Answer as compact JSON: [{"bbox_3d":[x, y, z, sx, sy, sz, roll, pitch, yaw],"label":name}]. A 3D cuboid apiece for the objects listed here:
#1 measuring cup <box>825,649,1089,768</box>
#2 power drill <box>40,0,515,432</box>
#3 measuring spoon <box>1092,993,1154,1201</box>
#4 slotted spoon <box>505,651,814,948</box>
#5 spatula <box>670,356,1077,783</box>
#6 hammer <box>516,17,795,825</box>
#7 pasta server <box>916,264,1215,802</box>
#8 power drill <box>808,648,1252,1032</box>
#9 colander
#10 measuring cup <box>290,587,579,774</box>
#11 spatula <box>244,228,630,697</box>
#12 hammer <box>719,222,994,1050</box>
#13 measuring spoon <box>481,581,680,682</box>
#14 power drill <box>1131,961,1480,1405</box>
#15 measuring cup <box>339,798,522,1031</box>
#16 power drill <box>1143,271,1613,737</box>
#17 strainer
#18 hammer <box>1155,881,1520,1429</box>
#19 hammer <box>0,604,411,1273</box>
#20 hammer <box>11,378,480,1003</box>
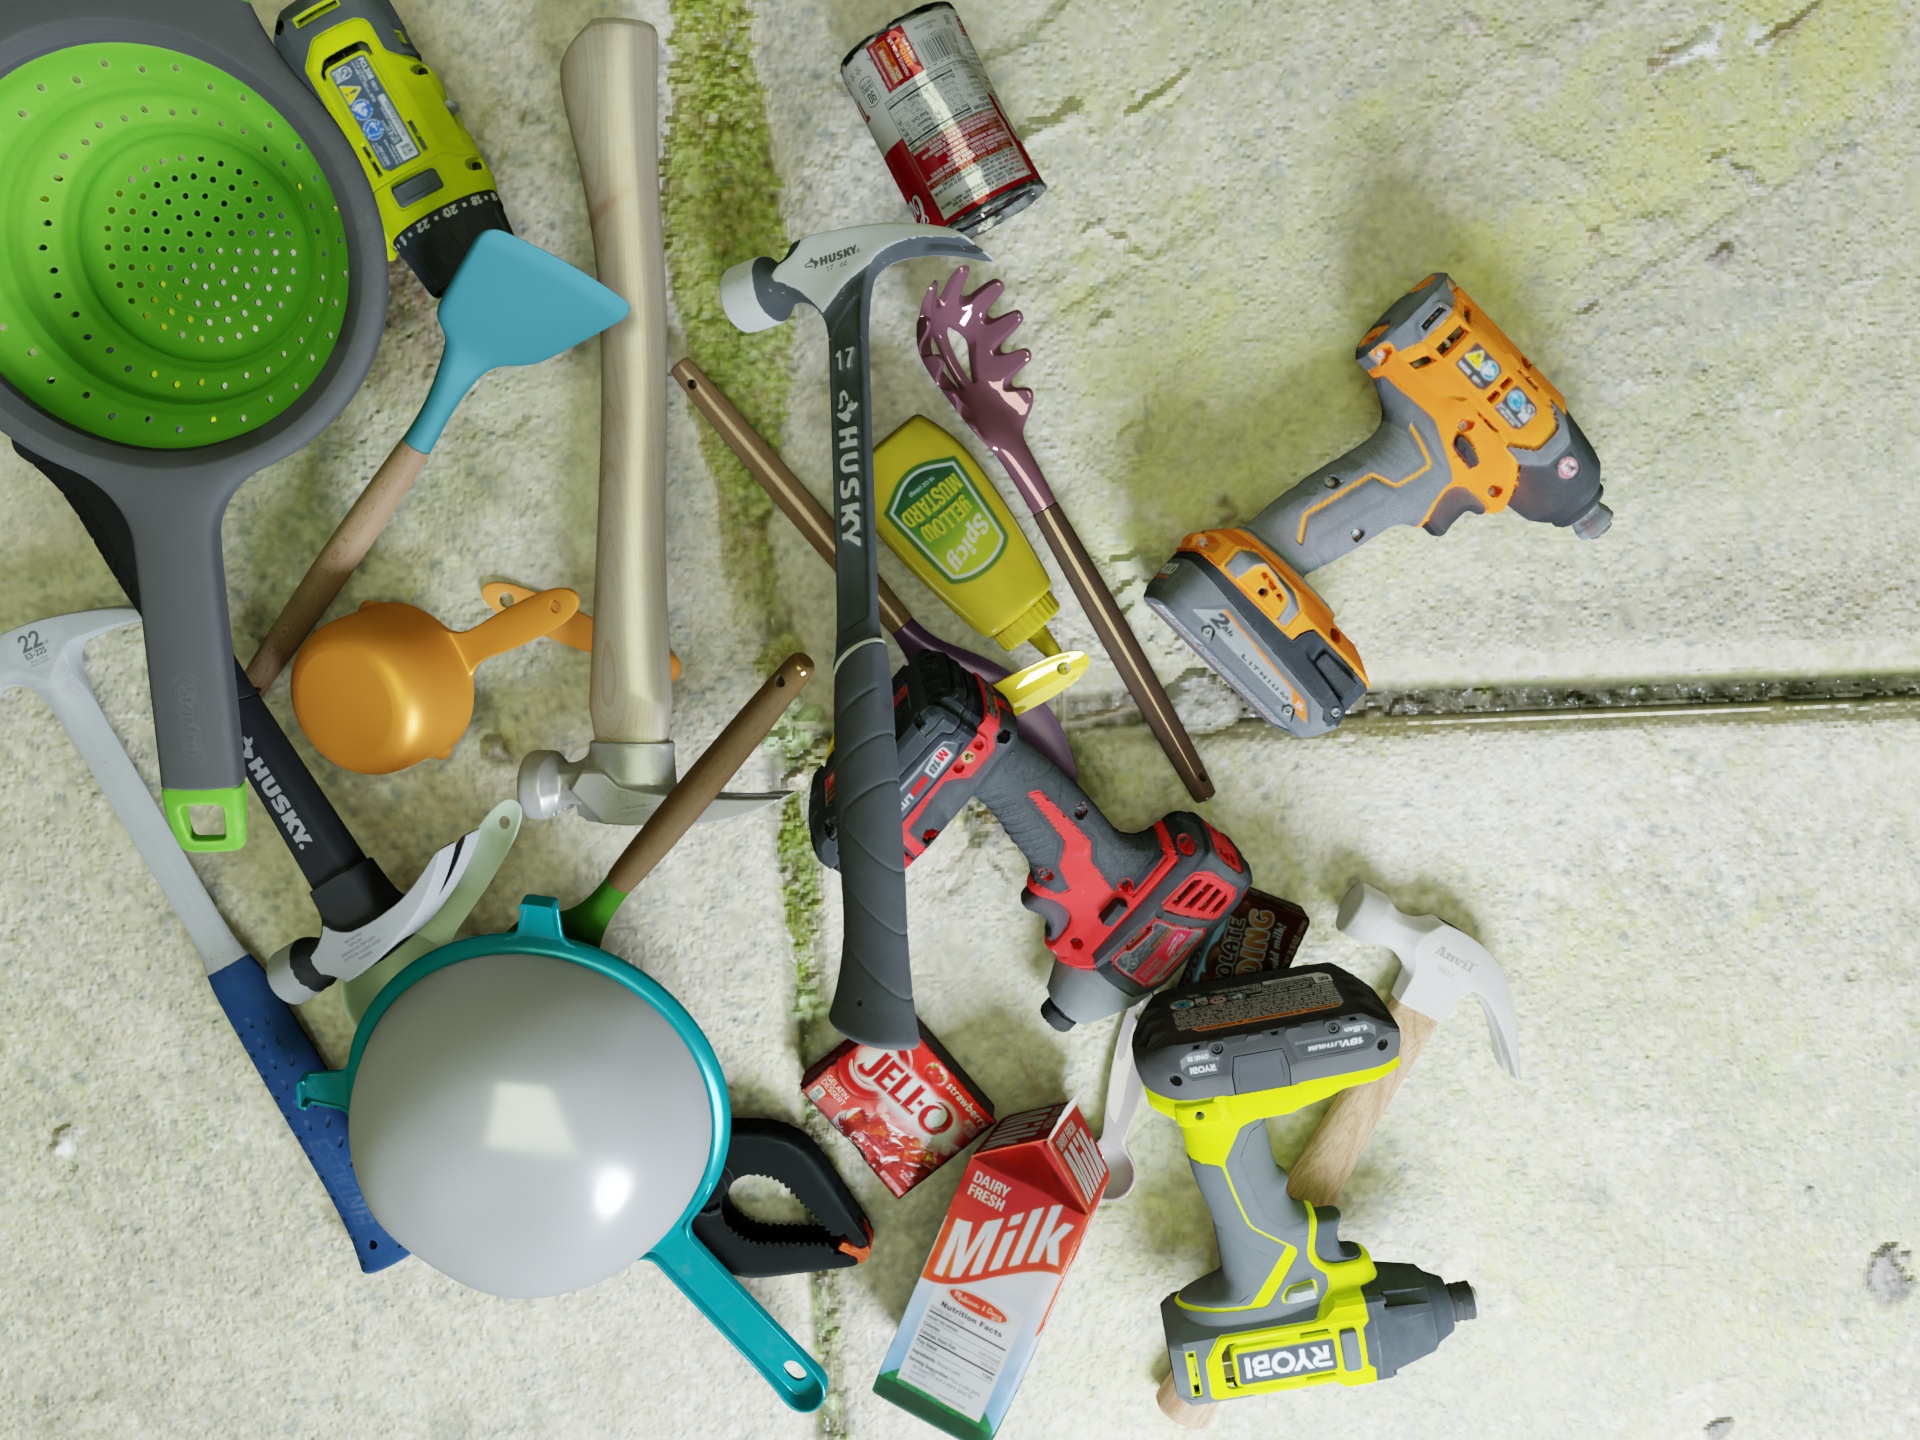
[{"bbox_3d":[-0.001,-0.003,0.864,0.156,0.029,0.062,-27,110,8],"label":"measuring cup"},{"bbox_3d":[-0.344,-0.237,0.813,0.228,0.080,0.190,-28,102,1],"label":"power drill"},{"bbox_3d":[0.095,0.215,0.915,0.034,0.018,0.124,13,92,13],"label":"measuring spoon"},{"bbox_3d":[-0.162,0.070,0.824,0.070,0.031,0.313,51,123,14],"label":"slotted spoon"},{"bbox_3d":[-0.047,-0.073,0.867,0.060,0.018,0.316,-39,98,14],"label":"spatula"},{"bbox_3d":[-0.162,-0.149,0.828,0.146,0.038,0.410,1,97,10],"label":"hammer"},{"bbox_3d":[0.062,-0.092,0.856,0.060,0.040,0.316,-35,100,-28],"label":"pasta server"},{"bbox_3d":[0.033,0.074,0.844,0.219,0.079,0.143,34,108,-20],"label":"power drill"},{"bbox_3d":[-0.363,-0.136,0.750,0.204,0.095,0.397,-1,107,-9],"label":"colander"},{"bbox_3d":[-0.274,-0.029,0.824,0.173,0.052,0.095,-21,98,26],"label":"measuring cup"},{"bbox_3d":[-0.294,-0.117,0.820,0.082,0.044,0.317,23,115,-43],"label":"spatula"},{"bbox_3d":[-0.044,-0.049,0.766,0.149,0.036,0.409,-10,77,30],"label":"hammer"},{"bbox_3d":[-0.209,-0.048,0.872,0.117,0.011,0.021,24,97,-4],"label":"measuring spoon"},{"bbox_3d":[0.184,0.253,0.859,0.171,0.080,0.223,-10,102,2],"label":"power drill"},{"bbox_3d":[-0.276,0.110,0.873,0.083,0.038,0.167,34,102,5],"label":"measuring cup"},{"bbox_3d":[0.226,-0.098,0.837,0.164,0.084,0.226,43,92,-7],"label":"power drill"},{"bbox_3d":[-0.192,0.272,0.840,0.211,0.095,0.340,-37,101,14],"label":"strainer"},{"bbox_3d":[0.207,0.264,0.913,0.130,0.031,0.331,27,98,-4],"label":"hammer"},{"bbox_3d":[-0.408,0.124,0.884,0.144,0.035,0.405,-27,98,3],"label":"hammer"},{"bbox_3d":[-0.377,-0.023,0.814,0.146,0.035,0.335,-29,94,22],"label":"hammer"}]
